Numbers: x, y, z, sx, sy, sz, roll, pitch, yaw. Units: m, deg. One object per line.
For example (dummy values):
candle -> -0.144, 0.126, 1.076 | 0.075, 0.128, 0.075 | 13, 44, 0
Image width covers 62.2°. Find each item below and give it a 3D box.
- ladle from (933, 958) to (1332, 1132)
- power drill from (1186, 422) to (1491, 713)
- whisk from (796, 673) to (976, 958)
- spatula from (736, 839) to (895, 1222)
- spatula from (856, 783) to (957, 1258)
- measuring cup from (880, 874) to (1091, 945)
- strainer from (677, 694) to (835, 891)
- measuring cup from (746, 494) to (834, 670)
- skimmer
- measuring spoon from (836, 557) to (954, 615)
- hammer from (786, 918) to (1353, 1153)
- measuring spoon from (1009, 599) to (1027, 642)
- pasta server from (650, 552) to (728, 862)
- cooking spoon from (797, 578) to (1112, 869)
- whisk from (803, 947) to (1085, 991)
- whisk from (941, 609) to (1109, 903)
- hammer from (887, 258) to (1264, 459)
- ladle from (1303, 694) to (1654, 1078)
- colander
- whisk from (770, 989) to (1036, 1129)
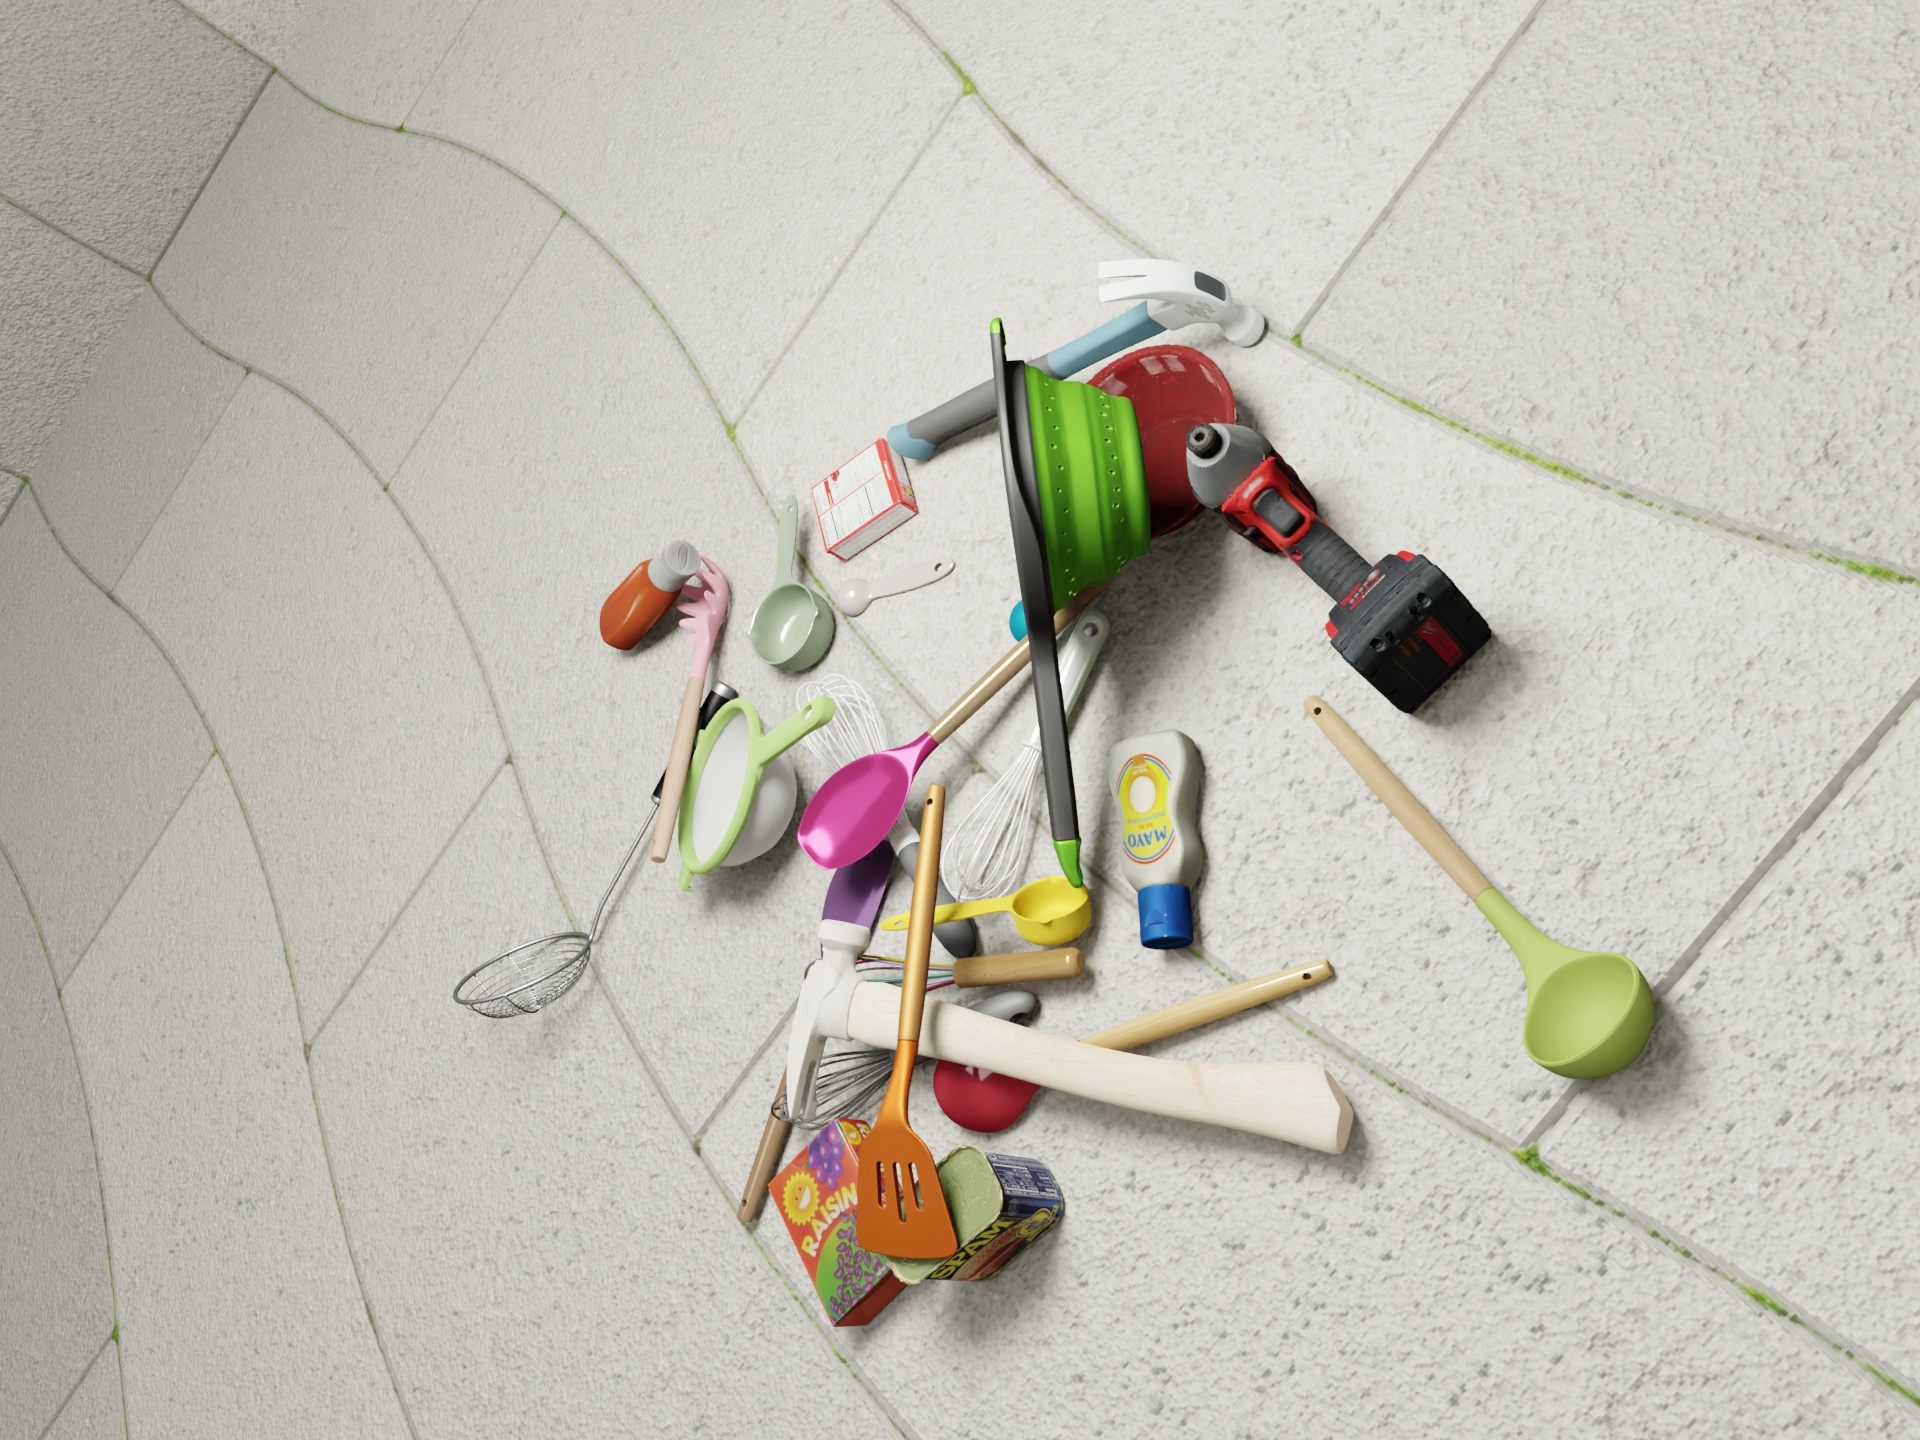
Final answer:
ladle -> 0.108, 0.218, 1.086 | 0.315, 0.031, 0.069 | -25, 89, 25
power drill -> 0.233, -0.113, 1.043 | 0.078, 0.143, 0.220 | -46, 53, 12
whisk -> -0.056, 0.072, 1.261 | 0.070, 0.070, 0.285 | -42, 57, 18
spatula -> -0.120, 0.243, 1.265 | 0.060, 0.018, 0.316 | 11, 79, 41
spatula -> -0.029, 0.199, 1.096 | 0.081, 0.041, 0.323 | -8, 64, 32
measuring cup -> 0.019, 0.146, 1.149 | 0.156, 0.029, 0.062 | -10, 24, 14
strainer -> -0.150, 0.042, 1.301 | 0.256, 0.069, 0.152 | -34, 46, 48
measuring cup -> -0.145, -0.122, 1.413 | 0.083, 0.038, 0.168 | -16, 62, 33
skimmer -> -0.326, 0.111, 1.431 | 0.363, 0.090, 0.127 | -60, 17, 1
measuring spoon -> -0.059, -0.119, 1.356 | 0.124, 0.018, 0.034 | -15, 64, 32
hammer -> 0.058, 0.238, 1.071 | 0.411, 0.038, 0.146 | 6, 79, 32
measuring spoon -> 0.076, -0.117, 1.245 | 0.042, 0.021, 0.128 | 37, 98, 41
pasta server -> -0.246, -0.016, 1.409 | 0.060, 0.040, 0.316 | -39, 36, 45
cooking spoon -> -0.002, -0.004, 1.226 | 0.319, 0.017, 0.069 | -43, 67, 2
whisk -> -0.017, 0.193, 1.177 | 0.245, 0.051, 0.047 | -11, 63, 31
whisk -> 0.053, 0.027, 1.194 | 0.058, 0.059, 0.246 | 25, 84, 11
hammer -> 0.069, -0.278, 1.269 | 0.331, 0.128, 0.033 | -18, 63, 41
ladle -> 0.299, 0.086, 0.972 | 0.078, 0.062, 0.321 | -46, 49, 15
colander -> 0.091, -0.083, 1.111 | 0.094, 0.204, 0.397 | -7, 94, 4
whisk -> -0.044, 0.253, 1.187 | 0.239, 0.055, 0.055 | -28, 58, 22
